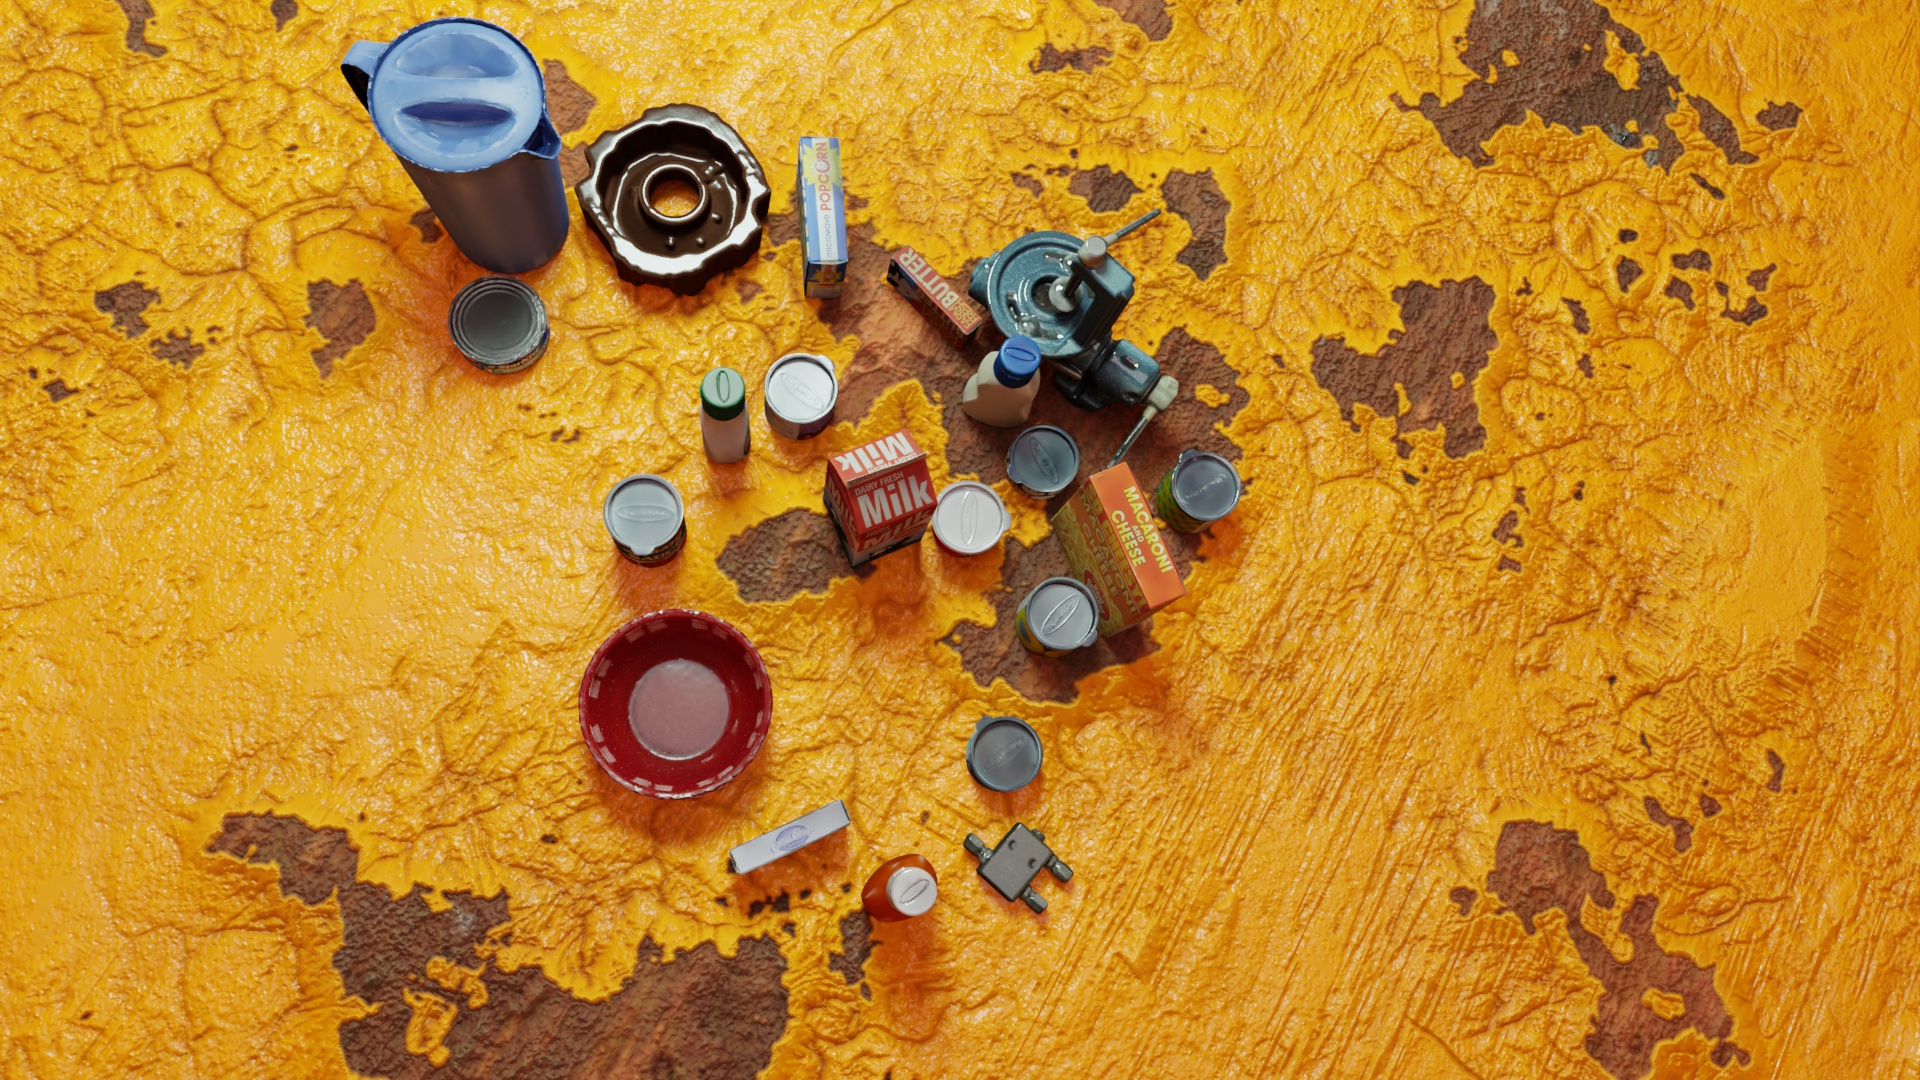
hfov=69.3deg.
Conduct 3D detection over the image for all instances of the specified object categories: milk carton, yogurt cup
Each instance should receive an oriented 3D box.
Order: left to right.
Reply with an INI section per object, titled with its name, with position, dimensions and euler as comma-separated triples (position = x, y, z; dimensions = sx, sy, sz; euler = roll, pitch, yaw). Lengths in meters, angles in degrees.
[milk carton]
position = -0.070, -0.038, 1.191
dimensions = 0.072, 0.190, 0.073
euler = -22, 82, -12
[yogurt cup]
position = 0.005, -0.016, 1.267
dimensions = 0.072, 0.054, 0.072
euler = 2, 77, -8

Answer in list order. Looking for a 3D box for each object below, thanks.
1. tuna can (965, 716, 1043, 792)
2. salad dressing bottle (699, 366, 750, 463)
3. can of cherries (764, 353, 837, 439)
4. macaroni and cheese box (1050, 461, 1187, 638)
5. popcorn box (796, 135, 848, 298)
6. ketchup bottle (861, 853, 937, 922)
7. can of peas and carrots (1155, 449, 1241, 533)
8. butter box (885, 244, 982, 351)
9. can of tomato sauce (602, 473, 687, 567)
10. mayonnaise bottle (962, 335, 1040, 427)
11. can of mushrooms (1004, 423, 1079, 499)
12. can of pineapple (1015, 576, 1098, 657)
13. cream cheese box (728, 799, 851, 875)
[tuna can]
position = 0.037, 0.188, 1.235
dimensions = 0.071, 0.032, 0.071
euler = 2, 77, -8
[salad dressing bottle]
position = -0.205, -0.110, 1.210
dimensions = 0.044, 0.147, 0.064
euler = -3, 78, -9
[can of cherries]
position = -0.144, -0.132, 1.270
dimensions = 0.071, 0.058, 0.071
euler = 2, 77, -8
[macaroni and cheese box]
position = 0.136, 0.012, 1.222
dimensions = 0.040, 0.166, 0.124
euler = -22, 81, -12
[popcorn box]
position = -0.130, -0.300, 1.297
dimensions = 0.038, 0.085, 0.127
euler = -3, 78, -9
[ketchup bottle]
position = -0.047, 0.286, 1.140
dimensions = 0.065, 0.148, 0.043
euler = -36, 85, -14
[can of peas and carrots]
position = 0.221, -0.046, 1.303
dimensions = 0.071, 0.058, 0.071
euler = 2, 77, -8
[butter box]
position = -0.025, -0.228, 1.313
dimensions = 0.024, 0.053, 0.103
euler = -43, 86, -14
[can of tomato sauce]
position = -0.273, -0.014, 1.211
dimensions = 0.071, 0.083, 0.071
euler = 2, 77, -8
[mayonnaise bottle]
position = 0.042, -0.143, 1.253
dimensions = 0.065, 0.147, 0.041
euler = 15, 76, -5
[can of mushrooms]
position = 0.074, -0.072, 1.301
dimensions = 0.071, 0.033, 0.071
euler = 2, 77, -8
[can of pineapple]
position = 0.087, 0.072, 1.257
dimensions = 0.071, 0.057, 0.071
euler = 2, 77, -8
[cream cheese box]
position = -0.145, 0.253, 1.183
dimensions = 0.104, 0.053, 0.024
euler = -23, 82, -13
